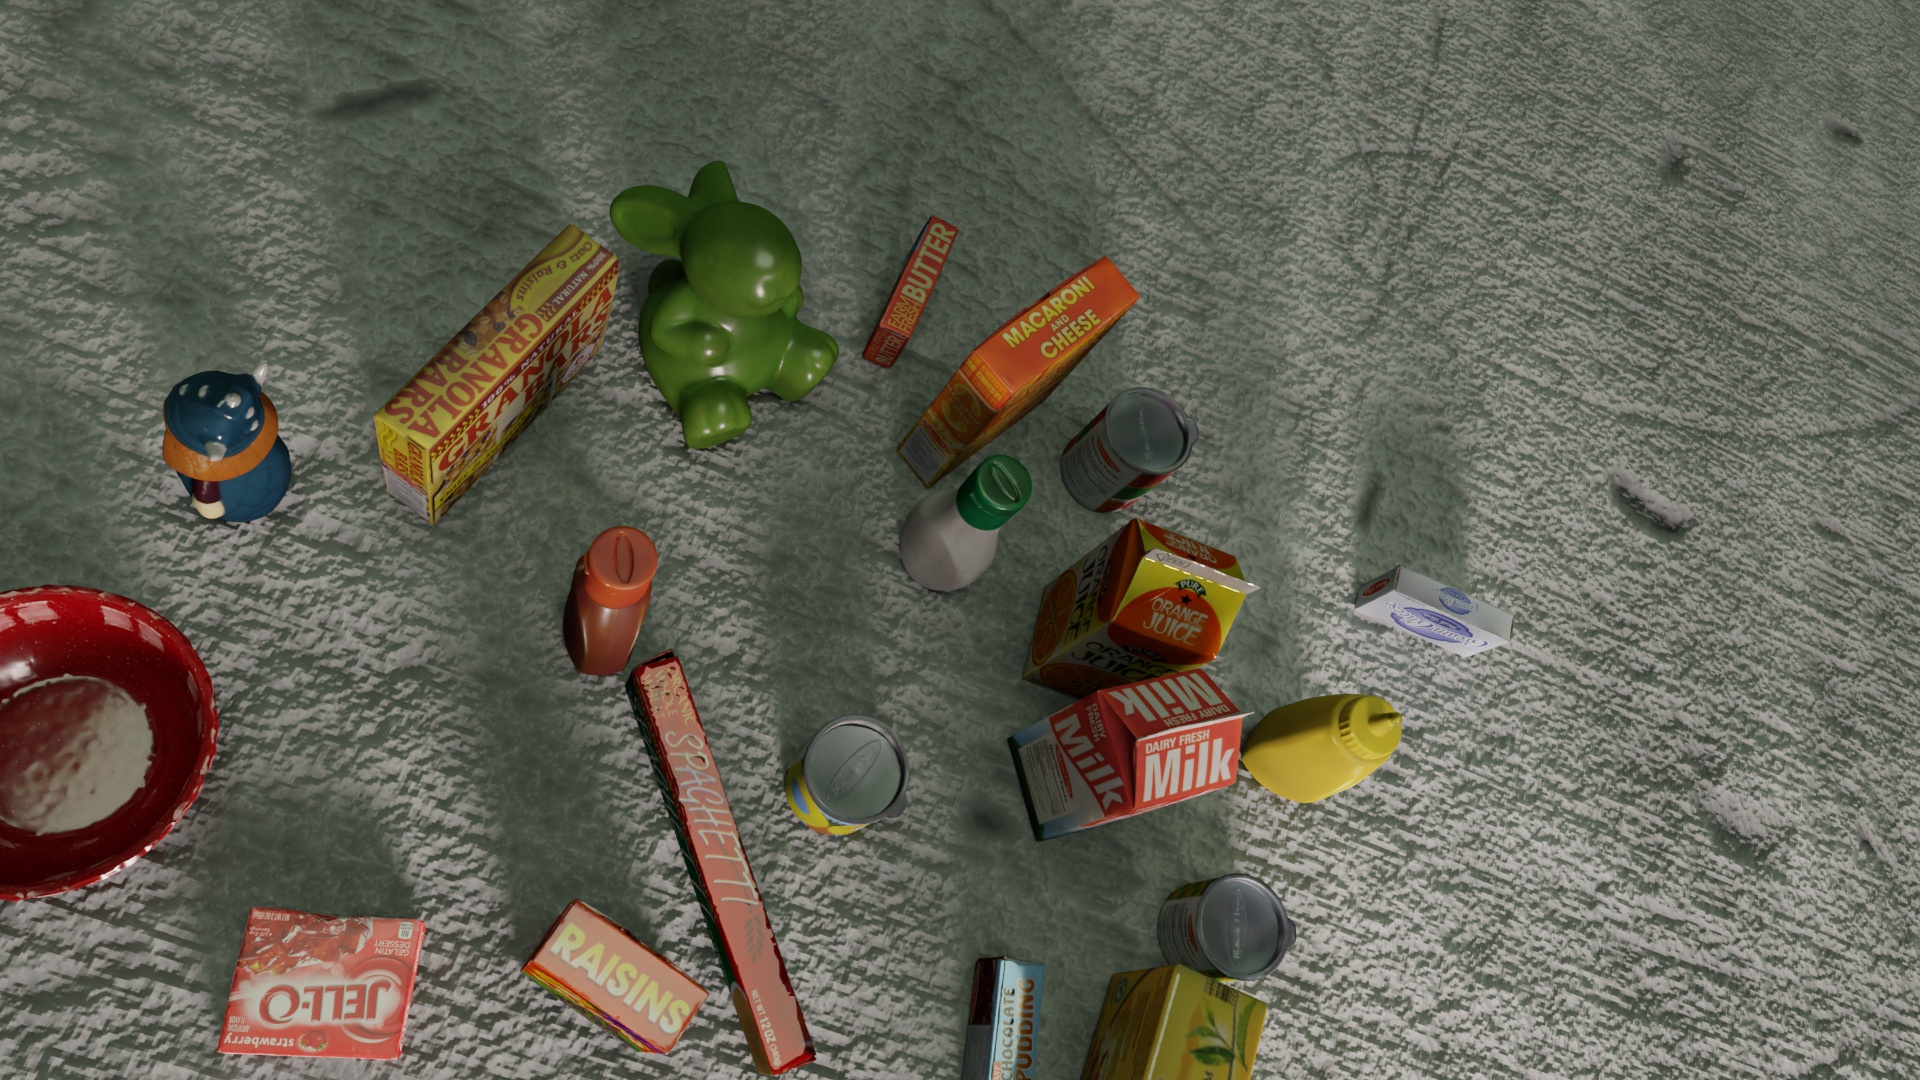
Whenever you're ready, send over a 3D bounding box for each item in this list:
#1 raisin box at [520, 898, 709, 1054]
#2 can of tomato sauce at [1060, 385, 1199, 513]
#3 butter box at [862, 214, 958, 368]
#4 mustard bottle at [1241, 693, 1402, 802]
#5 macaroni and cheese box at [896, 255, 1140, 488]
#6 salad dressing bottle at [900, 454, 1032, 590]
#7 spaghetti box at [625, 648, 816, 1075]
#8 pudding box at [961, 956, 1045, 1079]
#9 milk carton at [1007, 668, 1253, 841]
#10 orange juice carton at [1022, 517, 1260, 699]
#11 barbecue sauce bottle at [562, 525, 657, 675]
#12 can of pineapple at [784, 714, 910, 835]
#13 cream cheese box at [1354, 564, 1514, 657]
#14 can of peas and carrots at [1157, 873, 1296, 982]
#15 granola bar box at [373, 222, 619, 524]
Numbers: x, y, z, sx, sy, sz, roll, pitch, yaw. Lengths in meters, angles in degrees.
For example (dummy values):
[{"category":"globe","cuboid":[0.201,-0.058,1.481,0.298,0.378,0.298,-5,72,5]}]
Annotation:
[{"category":"raisin box","cuboid":[-0.188,0.236,0.745,0.086,0.123,0.040,37,64,-4]},{"category":"can of tomato sauce","cuboid":[0.118,-0.063,0.985,0.071,0.082,0.071,6,69,-17]},{"category":"butter box","cuboid":[-0.036,-0.176,0.988,0.024,0.053,0.104,26,65,-9]},{"category":"mustard bottle","cuboid":[0.247,0.132,0.917,0.065,0.159,0.049,40,63,-2]},{"category":"macaroni and cheese box","cuboid":[0.034,-0.109,0.925,0.124,0.165,0.040,-39,87,-27]},{"category":"salad dressing bottle","cuboid":[0.003,-0.011,0.889,0.044,0.147,0.064,-29,83,-26]},{"category":"spaghetti box","cuboid":[-0.144,0.188,0.819,0.029,0.050,0.250,-17,77,-24]},{"category":"pudding box","cuboid":[0.025,0.296,0.840,0.030,0.049,0.084,14,67,-15]},{"category":"milk carton","cuboid":[0.102,0.130,0.849,0.072,0.189,0.073,-10,75,-22]},{"category":"orange juice carton","cuboid":[0.112,0.045,0.882,0.072,0.192,0.073,21,66,-12]},{"category":"barbecue sauce bottle","cuboid":[-0.202,0.032,0.800,0.044,0.148,0.065,-1,72,-20]},{"category":"can of pineapple","cuboid":[-0.070,0.147,0.856,0.071,0.057,0.071,6,69,-17]},{"category":"cream cheese box","cuboid":[0.355,0.054,1.043,0.104,0.053,0.024,22,66,-11]},{"category":"can of peas and carrots","cuboid":[0.172,0.253,0.903,0.071,0.058,0.071,6,69,-17]},{"category":"granola bar box","cuboid":[-0.276,-0.098,0.834,0.039,0.123,0.166,37,63,-4]}]
